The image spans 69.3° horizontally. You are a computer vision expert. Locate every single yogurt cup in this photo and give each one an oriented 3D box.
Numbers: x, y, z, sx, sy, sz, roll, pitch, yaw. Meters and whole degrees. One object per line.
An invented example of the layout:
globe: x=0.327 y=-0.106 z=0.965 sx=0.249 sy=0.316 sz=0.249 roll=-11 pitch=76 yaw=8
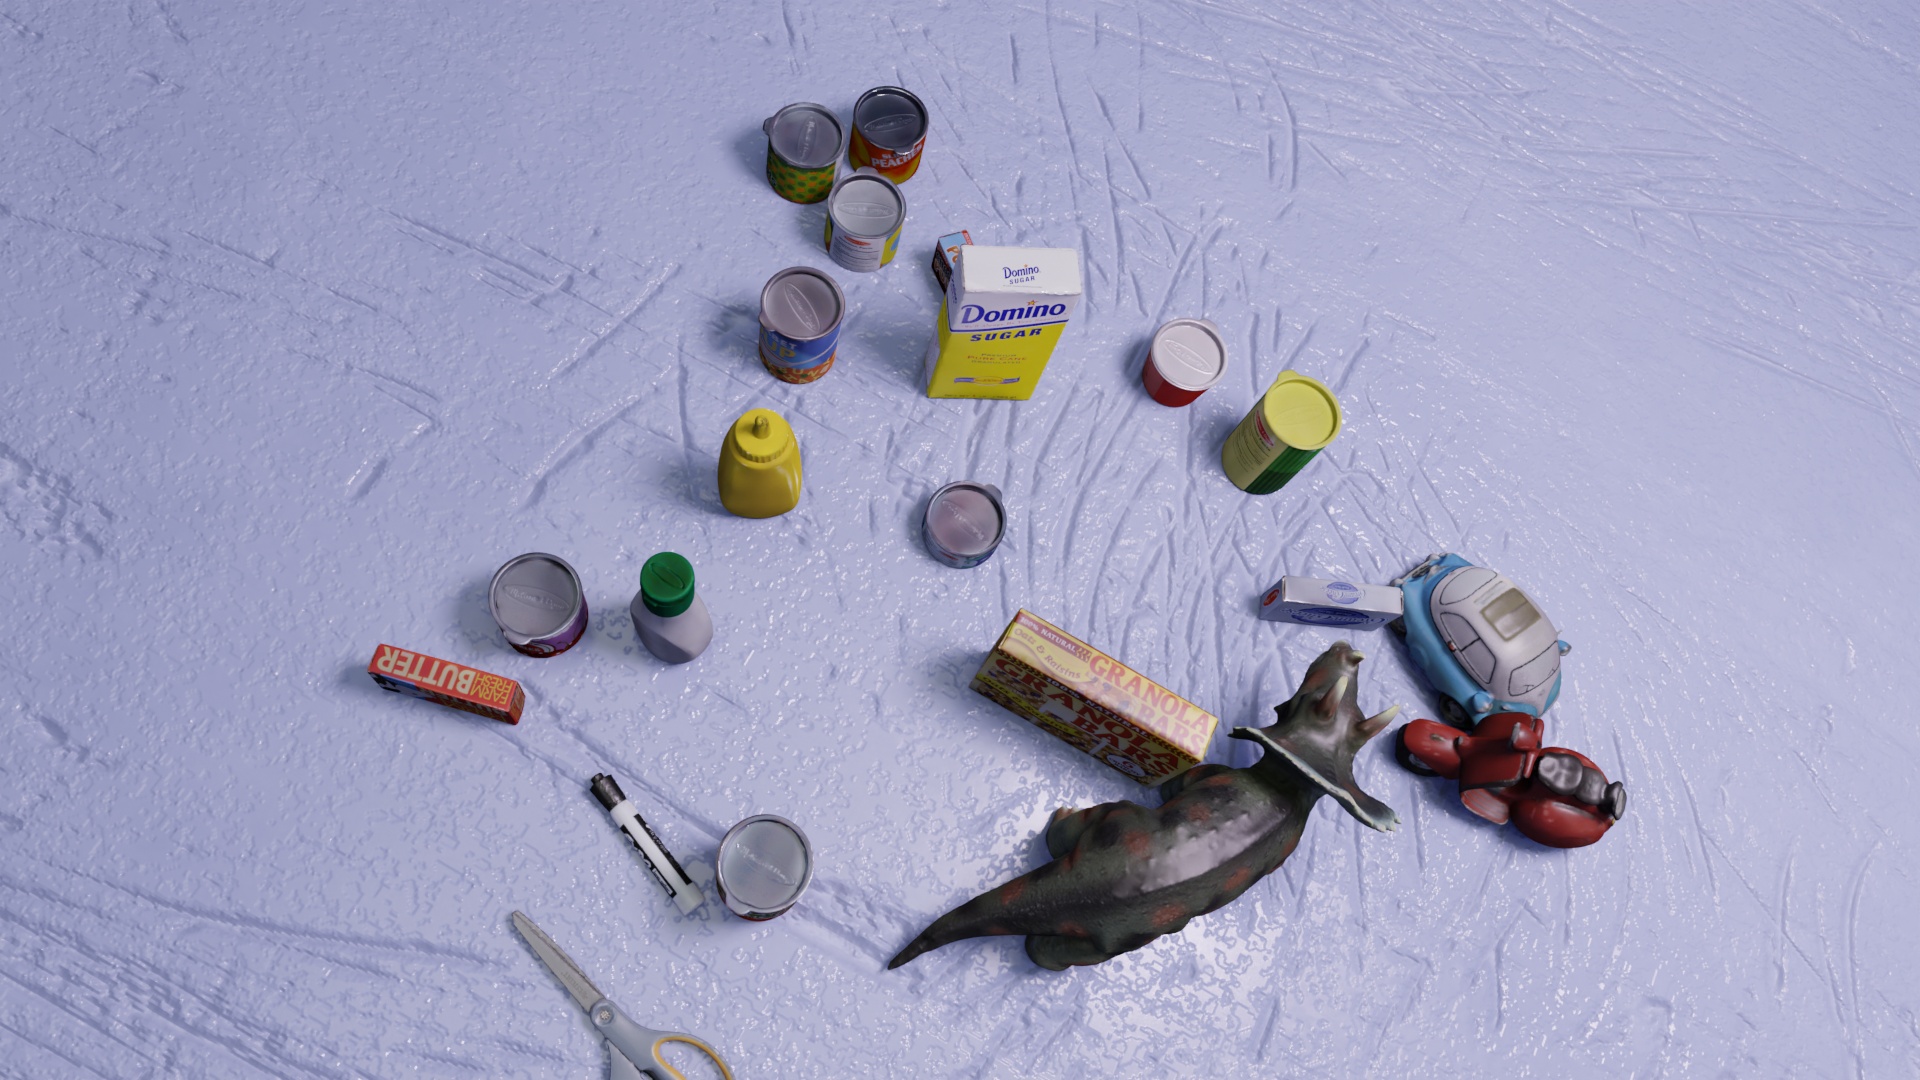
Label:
yogurt cup: x=0.190 y=-0.150 z=1.197 sx=0.072 sy=0.053 sz=0.072 roll=3 pitch=70 yaw=-9

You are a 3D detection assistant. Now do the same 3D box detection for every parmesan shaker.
parmesan shaker: x=0.266 y=-0.089 z=1.162 sx=0.071 sy=0.102 sz=0.071 roll=3 pitch=70 yaw=-9

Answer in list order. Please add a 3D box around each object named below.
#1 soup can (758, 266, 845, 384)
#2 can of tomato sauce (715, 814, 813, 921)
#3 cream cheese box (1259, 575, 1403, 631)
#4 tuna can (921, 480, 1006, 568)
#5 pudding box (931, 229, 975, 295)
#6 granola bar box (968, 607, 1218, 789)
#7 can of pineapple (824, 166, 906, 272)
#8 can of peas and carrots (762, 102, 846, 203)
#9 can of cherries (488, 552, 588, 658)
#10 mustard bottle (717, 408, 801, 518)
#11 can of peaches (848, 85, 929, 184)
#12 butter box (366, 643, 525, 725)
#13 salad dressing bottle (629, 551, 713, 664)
soup can: x=-0.133 y=-0.173 z=1.130 sx=0.071 sy=0.083 sz=0.071 roll=3 pitch=70 yaw=-9
can of tomato sauce: x=-0.140 y=0.234 z=0.980 sx=0.071 sy=0.082 sz=0.071 roll=3 pitch=70 yaw=-9
cream cheese box: x=0.304 y=0.052 z=1.144 sx=0.104 sy=0.053 sz=0.024 roll=6 pitch=70 yaw=-8
tuna can: x=0.004 y=-0.014 z=1.124 sx=0.071 sy=0.032 sz=0.071 roll=3 pitch=70 yaw=-9
pudding box: x=0.006 y=-0.217 z=1.190 sx=0.030 sy=0.049 sz=0.084 roll=-19 pitch=75 yaw=-16
granola bar box: x=0.096 y=0.121 z=1.043 sx=0.165 sy=0.123 sz=0.039 roll=29 pitch=68 yaw=1
can of pineapple: x=-0.082 y=-0.273 z=1.190 sx=0.071 sy=0.057 sz=0.071 roll=3 pitch=70 yaw=-9
can of peas and carrots: x=-0.137 y=-0.334 z=1.202 sx=0.071 sy=0.058 sz=0.071 roll=3 pitch=70 yaw=-9
can of cherries: x=-0.313 y=0.051 z=1.029 sx=0.071 sy=0.058 sz=0.072 roll=3 pitch=70 yaw=-9
mustard bottle: x=-0.150 y=-0.063 z=1.046 sx=0.065 sy=0.159 sz=0.049 roll=-2 pitch=71 yaw=-11
can of peaches: x=-0.063 y=-0.353 z=1.222 sx=0.071 sy=0.058 sz=0.071 roll=3 pitch=70 yaw=-9
butter box: x=-0.369 y=0.104 z=1.002 sx=0.103 sy=0.053 sz=0.024 roll=16 pitch=69 yaw=-4
salad dressing bottle: x=-0.209 y=0.049 z=1.001 sx=0.064 sy=0.147 sz=0.044 roll=35 pitch=69 yaw=3
